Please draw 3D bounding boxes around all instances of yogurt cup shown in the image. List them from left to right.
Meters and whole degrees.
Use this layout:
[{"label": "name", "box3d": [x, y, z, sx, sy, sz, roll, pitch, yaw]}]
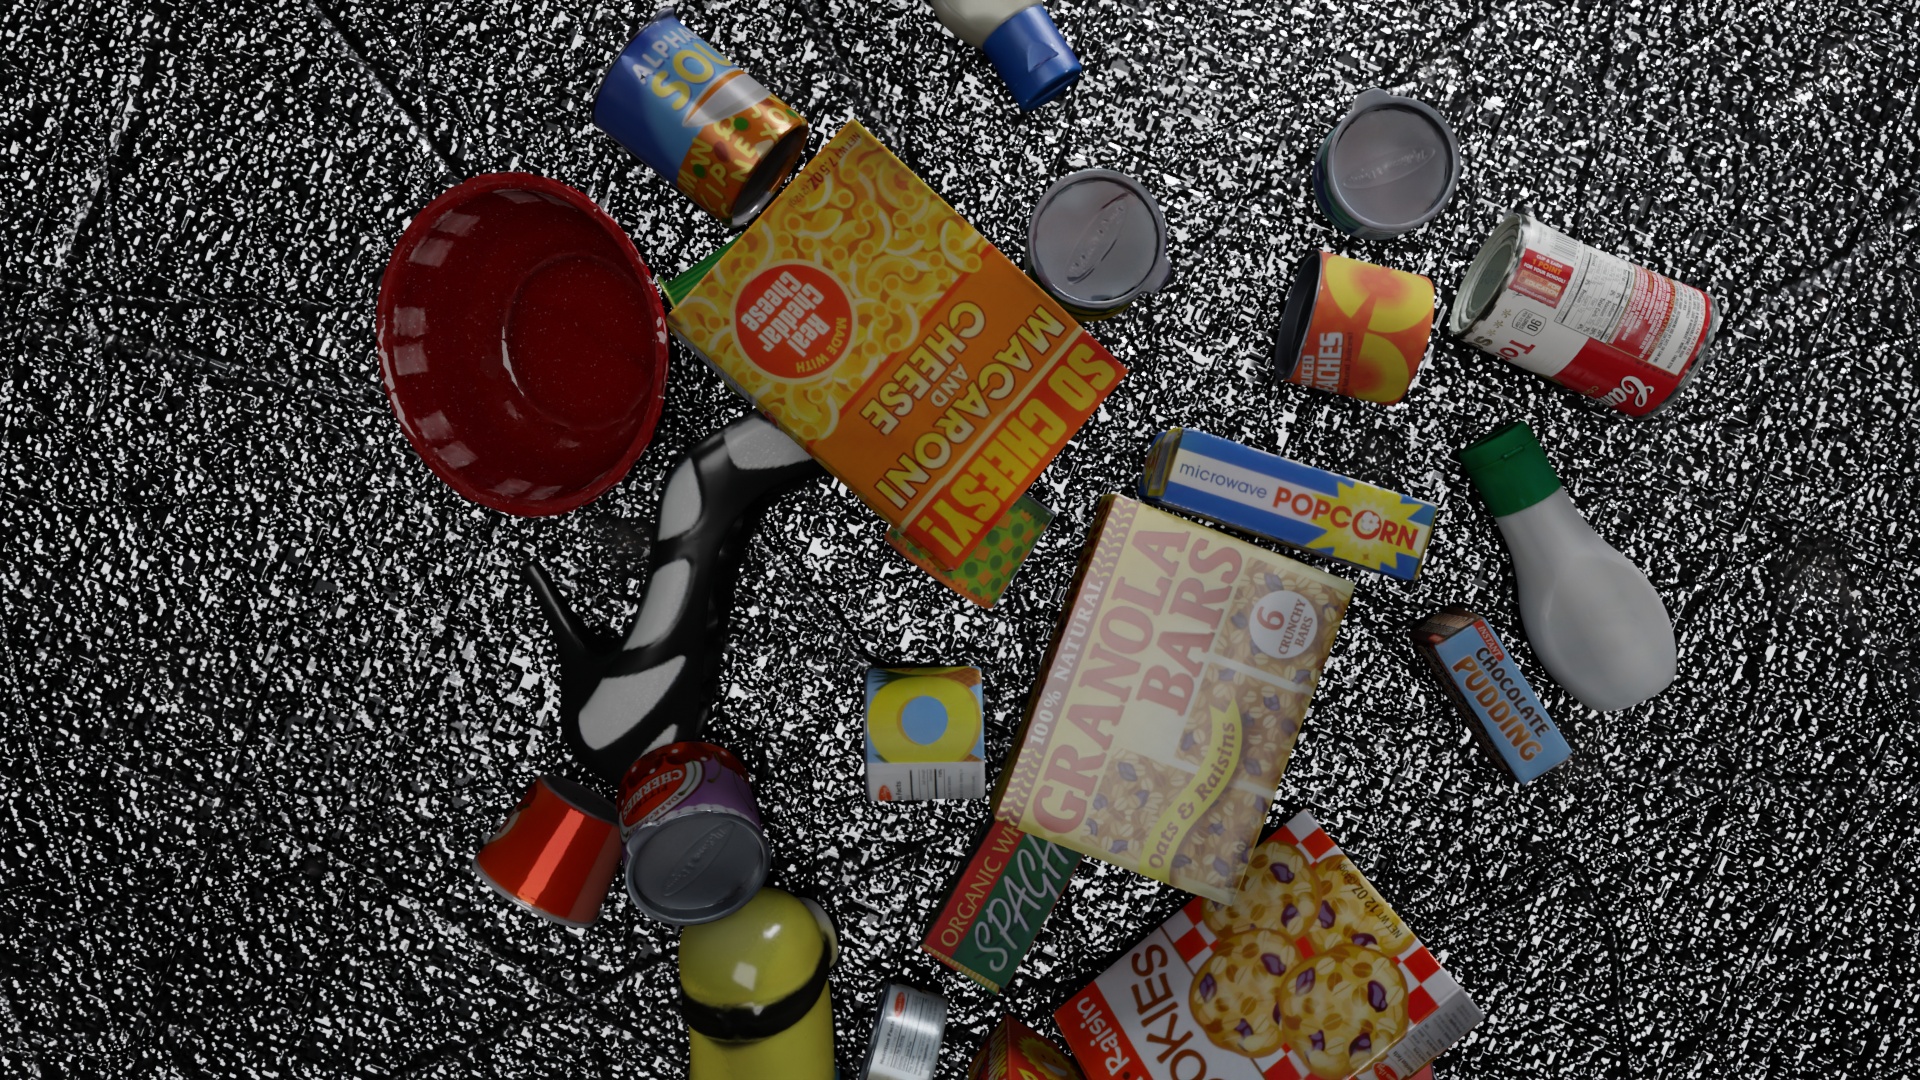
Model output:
[{"label": "yogurt cup", "box3d": [-0.199, 0.153, 0.693, 0.072, 0.072, 0.054, 30, 84, -1]}]

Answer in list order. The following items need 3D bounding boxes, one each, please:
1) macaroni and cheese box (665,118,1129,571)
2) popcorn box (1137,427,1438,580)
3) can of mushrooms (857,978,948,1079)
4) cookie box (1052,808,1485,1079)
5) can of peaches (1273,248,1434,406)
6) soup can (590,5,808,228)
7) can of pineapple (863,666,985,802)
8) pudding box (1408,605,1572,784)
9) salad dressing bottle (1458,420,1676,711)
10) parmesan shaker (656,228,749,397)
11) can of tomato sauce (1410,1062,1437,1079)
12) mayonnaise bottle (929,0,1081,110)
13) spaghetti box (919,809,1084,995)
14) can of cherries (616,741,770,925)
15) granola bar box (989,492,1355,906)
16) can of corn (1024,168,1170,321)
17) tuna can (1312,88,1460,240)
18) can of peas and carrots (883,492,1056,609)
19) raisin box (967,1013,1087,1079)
[{"label": "macaroni and cheese box", "box3d": [-0.027, -0.085, 0.626, 0.166, 0.040, 0.124, 42, 84, -4]}, {"label": "popcorn box", "box3d": [0.154, -0.019, 0.674, 0.127, 0.085, 0.038, 18, 92, 0]}, {"label": "can of mushrooms", "box3d": [-0.031, 0.258, 0.695, 0.033, 0.071, 0.071, 16, 92, -1]}, {"label": "cookie box", "box3d": [0.141, 0.227, 0.665, 0.167, 0.123, 0.040, -39, 128, 2]}, {"label": "can of peaches", "box3d": [0.192, -0.102, 0.679, 0.058, 0.071, 0.071, 13, 92, -1]}, {"label": "soup can", "box3d": [-0.125, -0.205, 0.677, 0.084, 0.071, 0.071, 37, 92, -2]}, {"label": "can of pineapple", "box3d": [-0.018, 0.094, 0.689, 0.058, 0.071, 0.071, -1, 92, 0]}, {"label": "pudding box", "box3d": [0.264, 0.076, 0.694, 0.030, 0.050, 0.083, -33, 92, 3]}, {"label": "salad dressing bottle", "box3d": [0.302, 0.012, 0.696, 0.064, 0.044, 0.147, -29, 91, 3]}, {"label": "parmesan shaker", "box3d": [-0.085, -0.127, 0.679, 0.103, 0.071, 0.071, -33, 92, 2]}, {"label": "can of tomato sauce", "box3d": [0.188, 0.273, 0.691, 0.083, 0.071, 0.071, -5, 92, 1]}, {"label": "mayonnaise bottle", "box3d": [0.006, -0.285, 0.687, 0.065, 0.041, 0.148, -33, 91, 0]}, {"label": "spaghetti box", "box3d": [0.061, 0.110, 0.707, 0.050, 0.029, 0.250, 30, 92, -1]}, {"label": "can of cherries", "box3d": [-0.129, 0.136, 0.658, 0.071, 0.058, 0.071, -8, 119, -15]}, {"label": "granola bar box", "box3d": [0.100, 0.075, 0.671, 0.124, 0.039, 0.165, 20, 92, -2]}, {"label": "can of corn", "box3d": [0.067, -0.142, 0.683, 0.071, 0.058, 0.071, 0, 92, 0]}, {"label": "tuna can", "box3d": [0.211, -0.187, 0.694, 0.071, 0.033, 0.071, 0, 92, 0]}, {"label": "can of peas and carrots", "box3d": [0.002, -0.009, 0.684, 0.071, 0.071, 0.058, 33, 93, -1]}, {"label": "raisin box", "box3d": [0.046, 0.288, 0.666, 0.086, 0.123, 0.040, 35, 94, -1]}]
